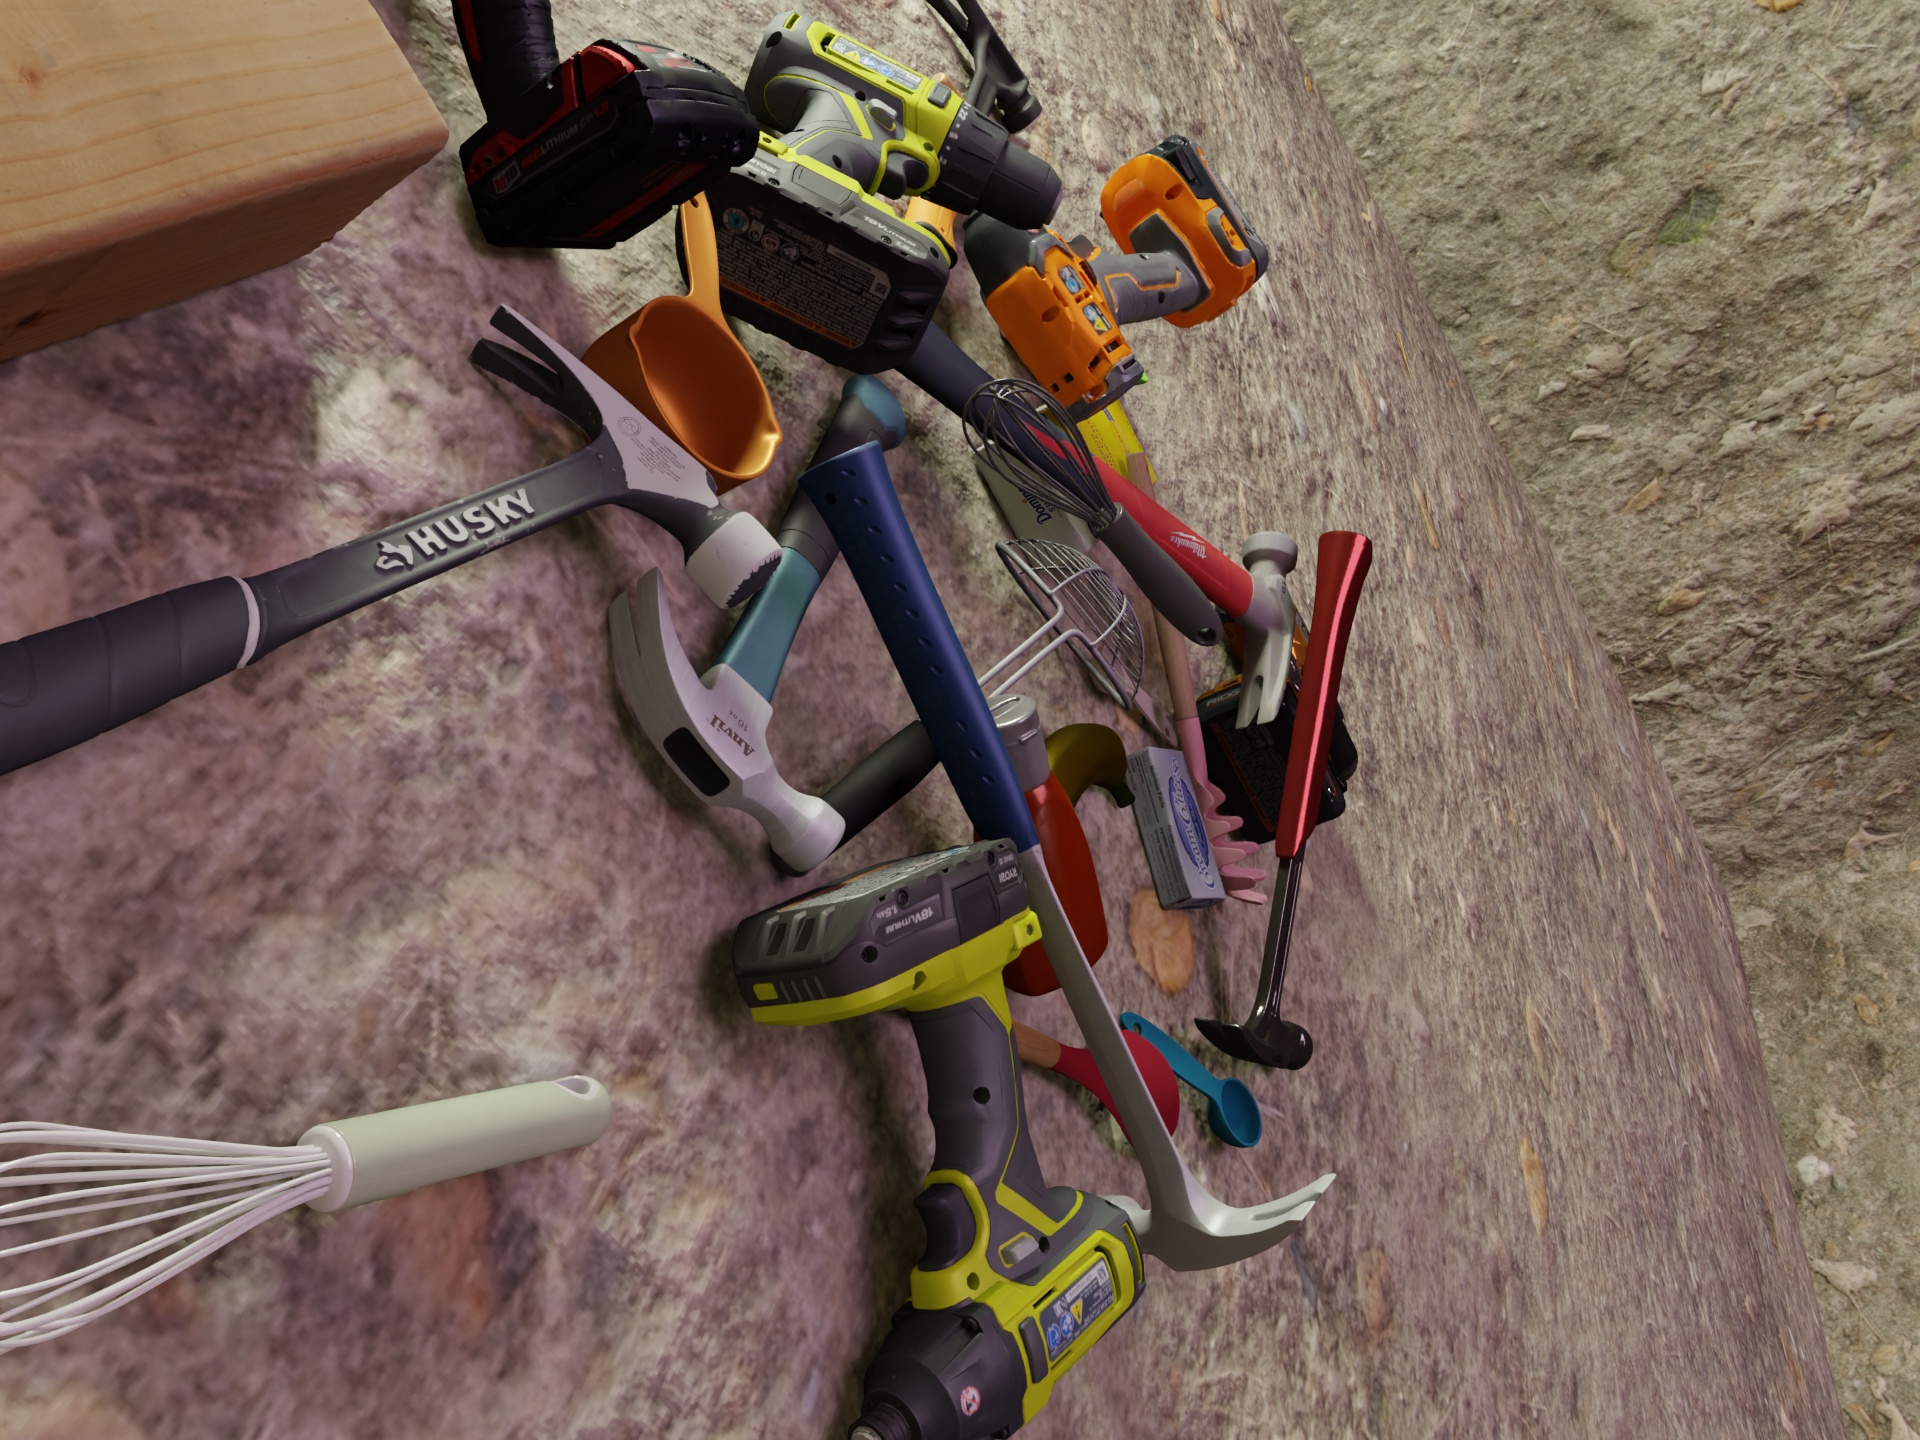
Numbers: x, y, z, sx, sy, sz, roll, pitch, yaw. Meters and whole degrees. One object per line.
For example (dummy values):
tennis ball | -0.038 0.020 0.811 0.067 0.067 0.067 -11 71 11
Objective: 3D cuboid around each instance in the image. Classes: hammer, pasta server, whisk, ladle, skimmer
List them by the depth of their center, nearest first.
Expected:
whisk | -0.184 0.127 0.443 0.246 0.058 0.059 7 99 -61
hammer | -0.213 -0.042 0.495 0.149 0.036 0.409 46 34 2
hammer | 0.034 0.066 0.715 0.035 0.144 0.405 -30 98 -46
hammer | -0.075 -0.078 0.762 0.128 0.033 0.331 44 33 -21
ladle | 0.028 0.158 0.788 0.315 0.031 0.069 32 46 -43
skimmer | -0.001 -0.003 0.845 0.127 0.090 0.363 51 41 -1
whisk | 0.084 -0.116 0.931 0.238 0.055 0.055 42 37 -33
hammer | 0.080 -0.132 0.984 0.386 0.038 0.143 30 59 -35
hammer | 0.220 0.043 1.035 0.149 0.037 0.359 34 65 -56
pasta server | 0.156 -0.029 1.077 0.060 0.040 0.316 0 79 -71
hammer | -0.004 -0.417 1.132 0.127 0.034 0.337 50 33 -30

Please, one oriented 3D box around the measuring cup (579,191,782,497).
measuring cup | -0.134 -0.174 0.727 0.095 0.052 0.174 29 44 -48

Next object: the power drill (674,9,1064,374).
power drill | -0.044 -0.287 0.866 0.190 0.080 0.229 25 43 -8

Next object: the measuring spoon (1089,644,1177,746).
measuring spoon | 0.116 -0.010 1.069 0.124 0.018 0.034 43 36 -48

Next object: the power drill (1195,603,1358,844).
power drill | 0.249 0.007 1.212 0.185 0.084 0.226 59 25 -17

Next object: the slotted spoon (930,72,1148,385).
slotted spoon | 0.058 -0.341 1.143 0.313 0.031 0.070 45 12 -48

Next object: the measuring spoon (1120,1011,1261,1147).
measuring spoon | 0.131 0.211 0.936 0.128 0.021 0.042 41 38 -23

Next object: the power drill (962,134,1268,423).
power drill | 0.097 -0.311 1.064 0.226 0.084 0.164 -41 98 -40

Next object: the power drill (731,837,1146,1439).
power drill | -0.008 0.173 0.651 0.171 0.080 0.223 -18 92 -53

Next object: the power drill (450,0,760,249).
power drill | -0.177 -0.323 0.668 0.078 0.143 0.219 -27 96 -59
